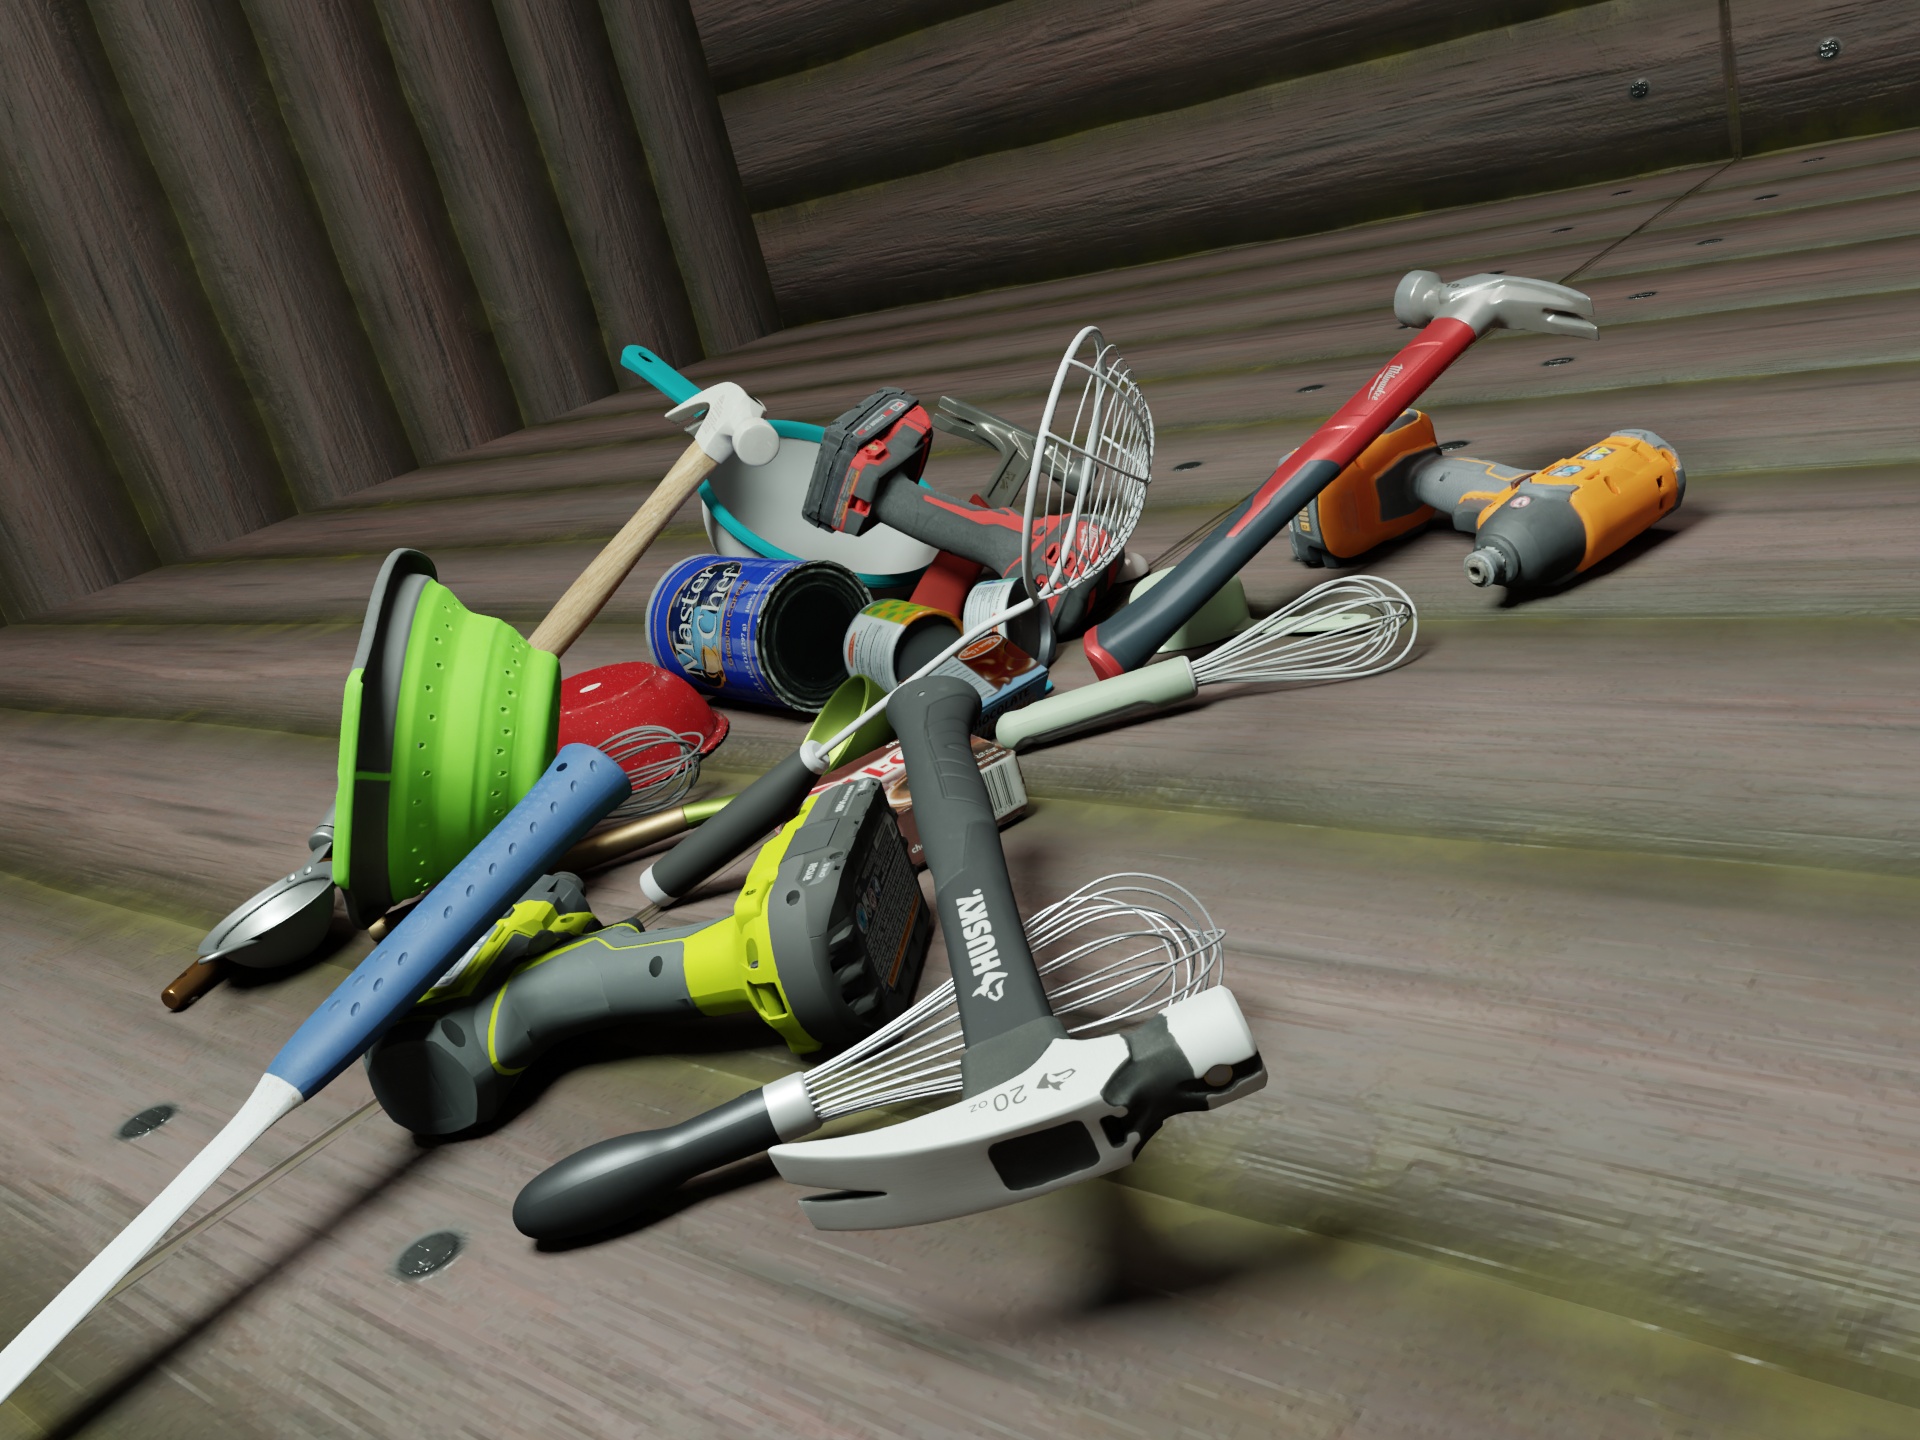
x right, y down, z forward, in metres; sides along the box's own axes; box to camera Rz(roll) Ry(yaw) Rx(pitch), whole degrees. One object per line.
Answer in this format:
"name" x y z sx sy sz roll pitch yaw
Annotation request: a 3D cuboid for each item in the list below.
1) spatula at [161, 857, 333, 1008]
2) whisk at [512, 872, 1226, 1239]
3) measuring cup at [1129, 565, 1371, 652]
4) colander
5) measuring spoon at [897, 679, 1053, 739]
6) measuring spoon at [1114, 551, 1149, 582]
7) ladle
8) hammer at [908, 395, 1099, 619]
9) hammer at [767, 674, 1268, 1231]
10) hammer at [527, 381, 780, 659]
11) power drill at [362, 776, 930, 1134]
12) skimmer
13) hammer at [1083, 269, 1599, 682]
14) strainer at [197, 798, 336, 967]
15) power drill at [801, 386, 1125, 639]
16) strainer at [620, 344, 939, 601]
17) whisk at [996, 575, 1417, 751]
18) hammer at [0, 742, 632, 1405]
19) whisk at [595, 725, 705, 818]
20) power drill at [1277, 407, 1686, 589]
"spatula" -0.397 0.079 1.012 0.081 0.041 0.323 -7 23 19
"whisk" -0.032 0.132 0.594 0.284 0.070 0.070 -22 20 -2
"measuring cup" 0.179 -0.075 0.997 0.168 0.038 0.083 2 26 44
"colander" -0.283 -0.001 0.940 0.094 0.204 0.397 6 9 -12
"measuring spoon" -0.002 -0.003 0.982 0.128 0.021 0.042 -13 36 -19
"measuring spoon" 0.082 -0.112 1.195 0.124 0.018 0.034 -4 23 30
"ladle" -0.185 0.054 0.904 0.320 0.062 0.078 -20 22 -5
"hammer" 0.003 -0.148 1.225 0.149 0.036 0.359 24 36 2
"hammer" -0.002 0.060 0.602 0.146 0.035 0.335 -24 25 3
"hammer" -0.257 -0.111 1.162 0.331 0.031 0.130 -48 36 11
"power drill" -0.135 0.099 0.720 0.223 0.080 0.171 -14 21 14
"skimmer" -0.045 -0.040 0.786 0.363 0.090 0.127 -38 -1 19
"hammer" 0.226 -0.150 0.983 0.386 0.038 0.143 -44 39 -16
"strainer" -0.381 0.078 0.953 0.087 0.050 0.259 -22 28 14
"power drill" 0.012 -0.147 1.133 0.220 0.078 0.143 29 37 10
"strainer" -0.164 -0.179 1.280 0.340 0.095 0.211 39 38 20
"whisk" 0.138 -0.027 0.902 0.246 0.059 0.057 -18 -17 5
"hammer" -0.263 0.151 0.608 0.144 0.035 0.406 3 41 38
"whisk" -0.267 0.054 0.978 0.239 0.055 0.055 -18 20 5
"power drill" 0.312 -0.136 1.010 0.164 0.084 0.227 -28 27 -27
